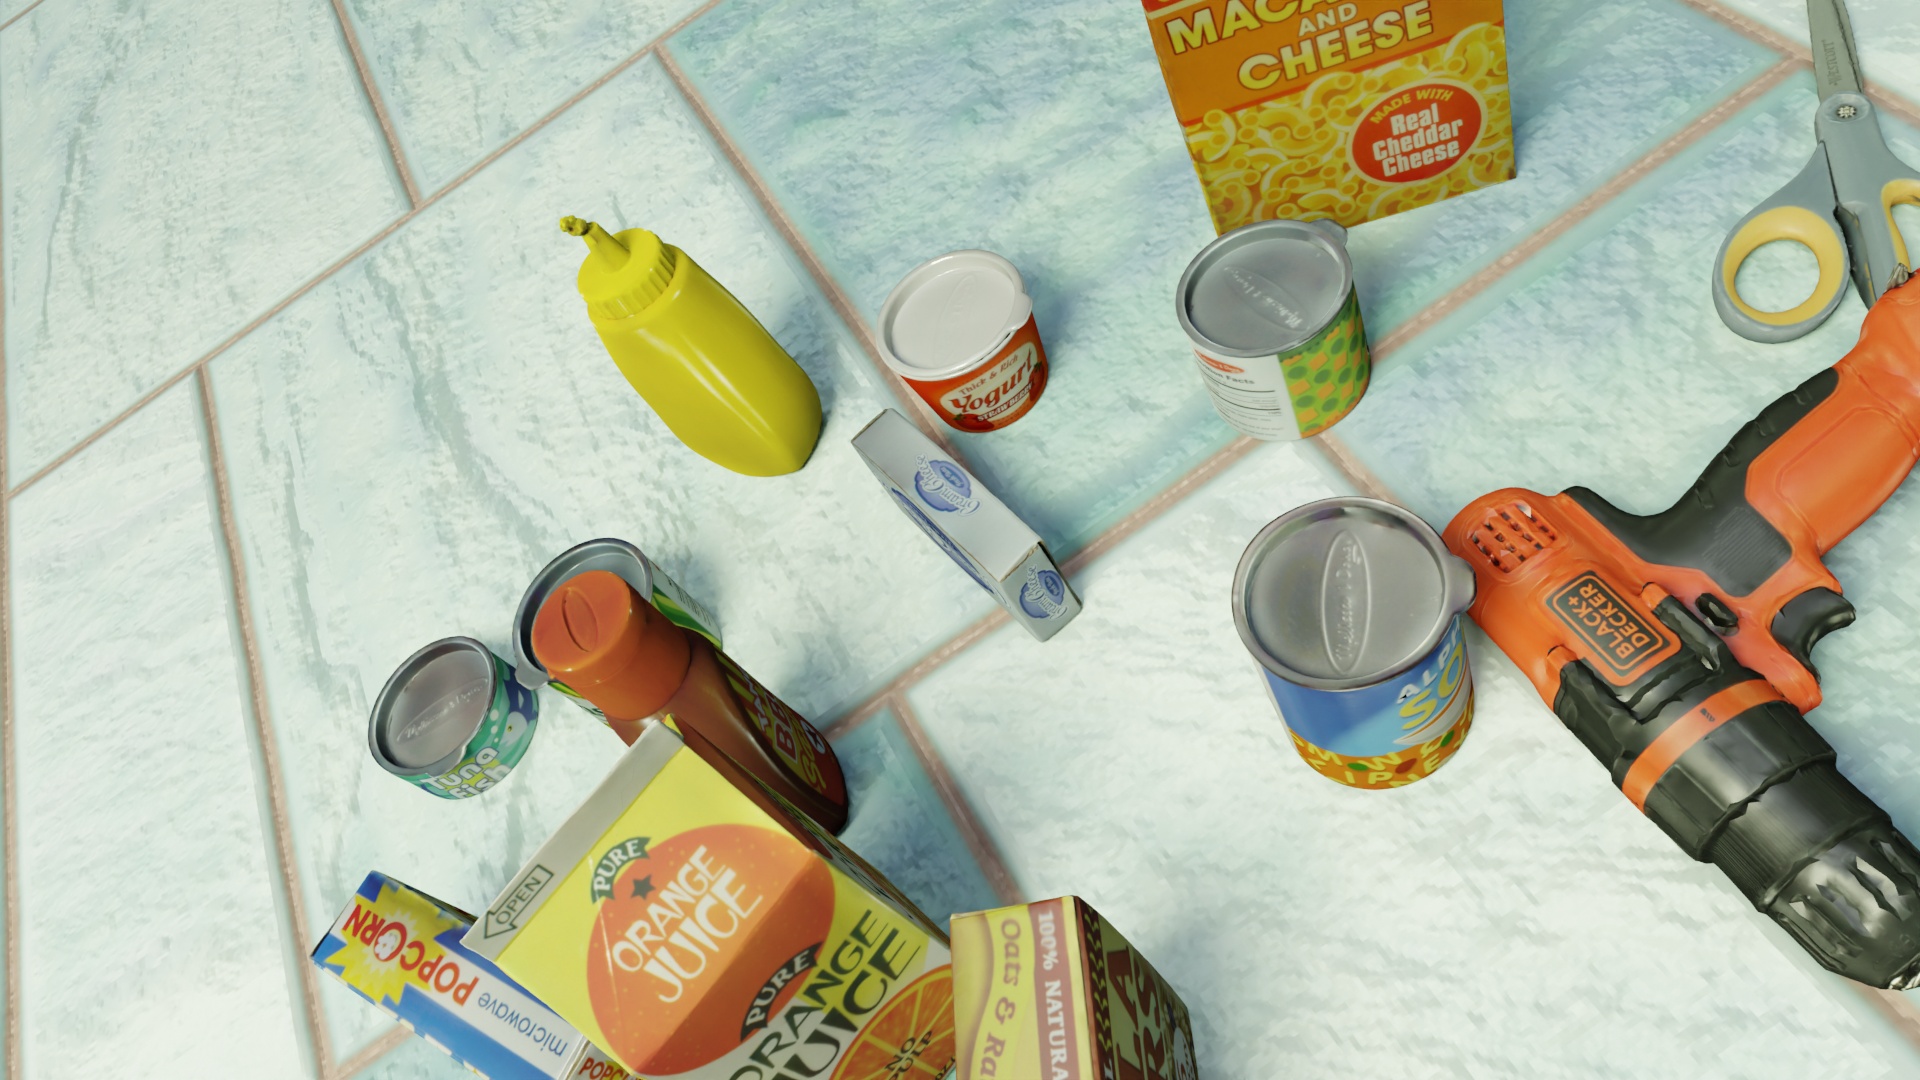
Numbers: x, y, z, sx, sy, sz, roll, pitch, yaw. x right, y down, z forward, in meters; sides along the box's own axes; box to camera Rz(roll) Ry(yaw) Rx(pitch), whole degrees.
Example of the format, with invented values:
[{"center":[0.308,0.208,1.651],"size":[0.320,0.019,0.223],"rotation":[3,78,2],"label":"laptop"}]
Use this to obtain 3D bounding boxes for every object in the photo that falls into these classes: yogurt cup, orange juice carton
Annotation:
[{"center":[0.004,-0.083,0.600],"size":[0.072,0.053,0.073],"rotation":[-12,55,18],"label":"yogurt cup"},{"center":[-0.063,0.117,0.412],"size":[0.073,0.192,0.072],"rotation":[33,77,37],"label":"orange juice carton"}]

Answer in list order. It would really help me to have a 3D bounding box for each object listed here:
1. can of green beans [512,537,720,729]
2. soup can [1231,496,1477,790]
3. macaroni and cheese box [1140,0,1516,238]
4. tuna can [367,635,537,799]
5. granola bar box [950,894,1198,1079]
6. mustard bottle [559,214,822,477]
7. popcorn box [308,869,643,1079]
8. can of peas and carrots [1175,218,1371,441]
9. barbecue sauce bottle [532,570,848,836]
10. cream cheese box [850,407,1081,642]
[{"center":[-0.143,0.041,0.584],"size":[0.071,0.057,0.071],"rotation":[-12,55,18],"label":"can of green beans"},{"center":[0.131,0.035,0.446],"size":[0.071,0.083,0.072],"rotation":[-12,55,18],"label":"soup can"},{"center":[0.141,-0.191,0.535],"size":[0.123,0.166,0.040],"rotation":[-15,55,16],"label":"macaroni and cheese box"},{"center":[-0.222,0.080,0.611],"size":[0.071,0.032,0.071],"rotation":[-12,55,18],"label":"tuna can"},{"center":[0.040,0.192,0.360],"size":[0.039,0.123,0.166],"rotation":[-15,54,16],"label":"granola bar box"},{"center":[-0.117,-0.086,0.590],"size":[0.065,0.159,0.049],"rotation":[6,62,28],"label":"mustard bottle"},{"center":[-0.154,0.167,0.490],"size":[0.127,0.085,0.038],"rotation":[16,67,32],"label":"popcorn box"},{"center":[0.125,-0.083,0.541],"size":[0.071,0.058,0.071],"rotation":[-12,55,18],"label":"can of peas and carrots"},{"center":[-0.092,0.062,0.490],"size":[0.043,0.148,0.065],"rotation":[-35,52,1],"label":"barbecue sauce bottle"},{"center":[0.002,-0.007,0.552],"size":[0.024,0.053,0.104],"rotation":[-43,52,-5],"label":"cream cheese box"}]
